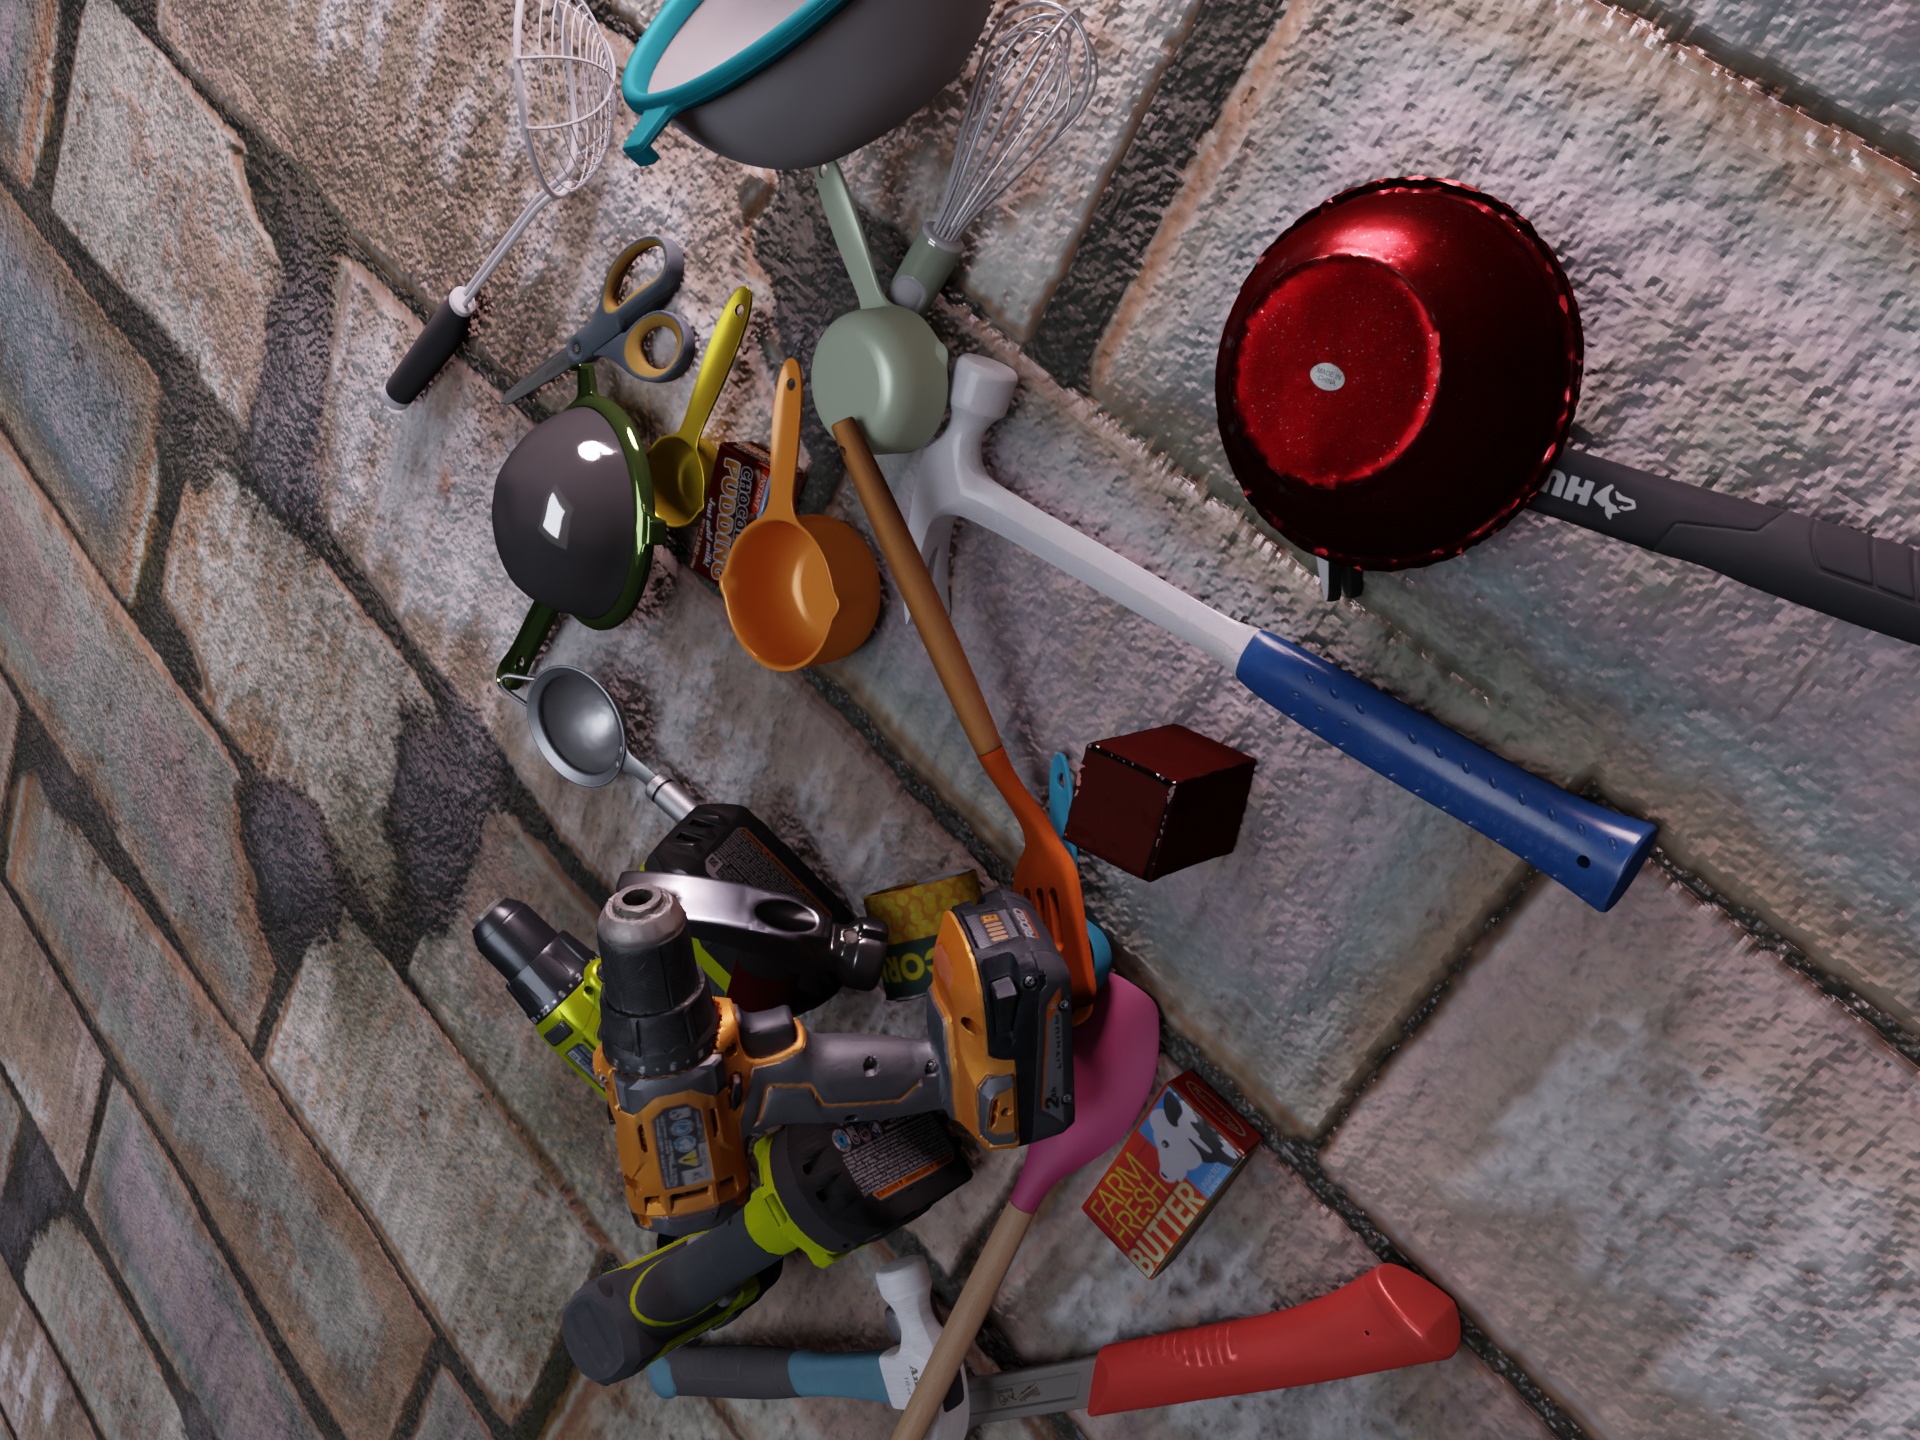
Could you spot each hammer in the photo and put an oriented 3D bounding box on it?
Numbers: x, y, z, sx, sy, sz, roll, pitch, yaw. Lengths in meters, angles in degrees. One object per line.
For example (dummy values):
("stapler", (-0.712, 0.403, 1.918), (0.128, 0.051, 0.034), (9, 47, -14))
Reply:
("hammer", (-0.156, 0.224, 0.945), (0.038, 0.143, 0.386), (-85, 12, -45))
("hammer", (0.103, 0.353, 0.839), (0.359, 0.036, 0.149), (-30, 79, 39))
("hammer", (0.287, -0.068, 0.613), (0.335, 0.035, 0.146), (28, 114, 33))
("hammer", (0.126, -0.031, 0.752), (0.406, 0.035, 0.144), (34, 118, 30))
("hammer", (-0.107, 0.408, 0.999), (0.331, 0.033, 0.128), (-25, 81, 47))

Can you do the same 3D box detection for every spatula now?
("spatula", (-0.001, -0.003, 0.823), (0.081, 0.041, 0.322), (-10, 107, 60))

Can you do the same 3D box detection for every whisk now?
("whisk", (-0.005, -0.254, 0.815), (0.058, 0.059, 0.246), (35, 127, -2))

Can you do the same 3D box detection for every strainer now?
("strainer", (-0.199, 0.040, 1.032), (0.259, 0.050, 0.086), (38, 126, 22))
("strainer", (-0.282, -0.100, 1.041), (0.256, 0.069, 0.152), (-51, 57, 41))
("strainer", (-0.005, -0.368, 0.761), (0.340, 0.095, 0.211), (-26, 40, 21))

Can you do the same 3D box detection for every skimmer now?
("skimmer", (-0.326, -0.324, 1.038), (0.363, 0.090, 0.127), (-34, 44, 41))

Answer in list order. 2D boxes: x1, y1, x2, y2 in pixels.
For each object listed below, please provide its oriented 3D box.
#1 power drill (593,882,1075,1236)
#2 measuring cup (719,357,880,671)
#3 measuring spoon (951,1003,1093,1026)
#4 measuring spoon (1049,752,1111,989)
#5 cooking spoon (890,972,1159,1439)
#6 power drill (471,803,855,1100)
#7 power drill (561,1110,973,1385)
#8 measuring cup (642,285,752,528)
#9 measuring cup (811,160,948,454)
("power drill", (-0.063, 0.146, 0.771), (0.084, 0.226, 0.185), (-121, 24, -59))
("measuring cup", (-0.084, -0.115, 0.901), (0.095, 0.052, 0.173), (13, 104, 37))
("measuring spoon", (0.028, 0.162, 0.871), (0.117, 0.011, 0.021), (-19, 54, 46))
("measuring spoon", (0.064, 0.081, 0.839), (0.042, 0.021, 0.128), (-12, 81, 60))
("cooking spoon", (0.022, 0.281, 0.849), (0.069, 0.017, 0.319), (30, 98, 37))
("power drill", (-0.190, 0.149, 0.987), (0.190, 0.080, 0.228), (46, 126, -6))
("power drill", (-0.106, 0.294, 0.929), (0.223, 0.171, 0.080), (-41, 72, 28))
("measuring cup", (-0.147, -0.187, 0.957), (0.062, 0.029, 0.156), (40, 118, 28))
("measuring cup", (-0.059, -0.218, 0.823), (0.083, 0.038, 0.167), (-17, 91, 48))
